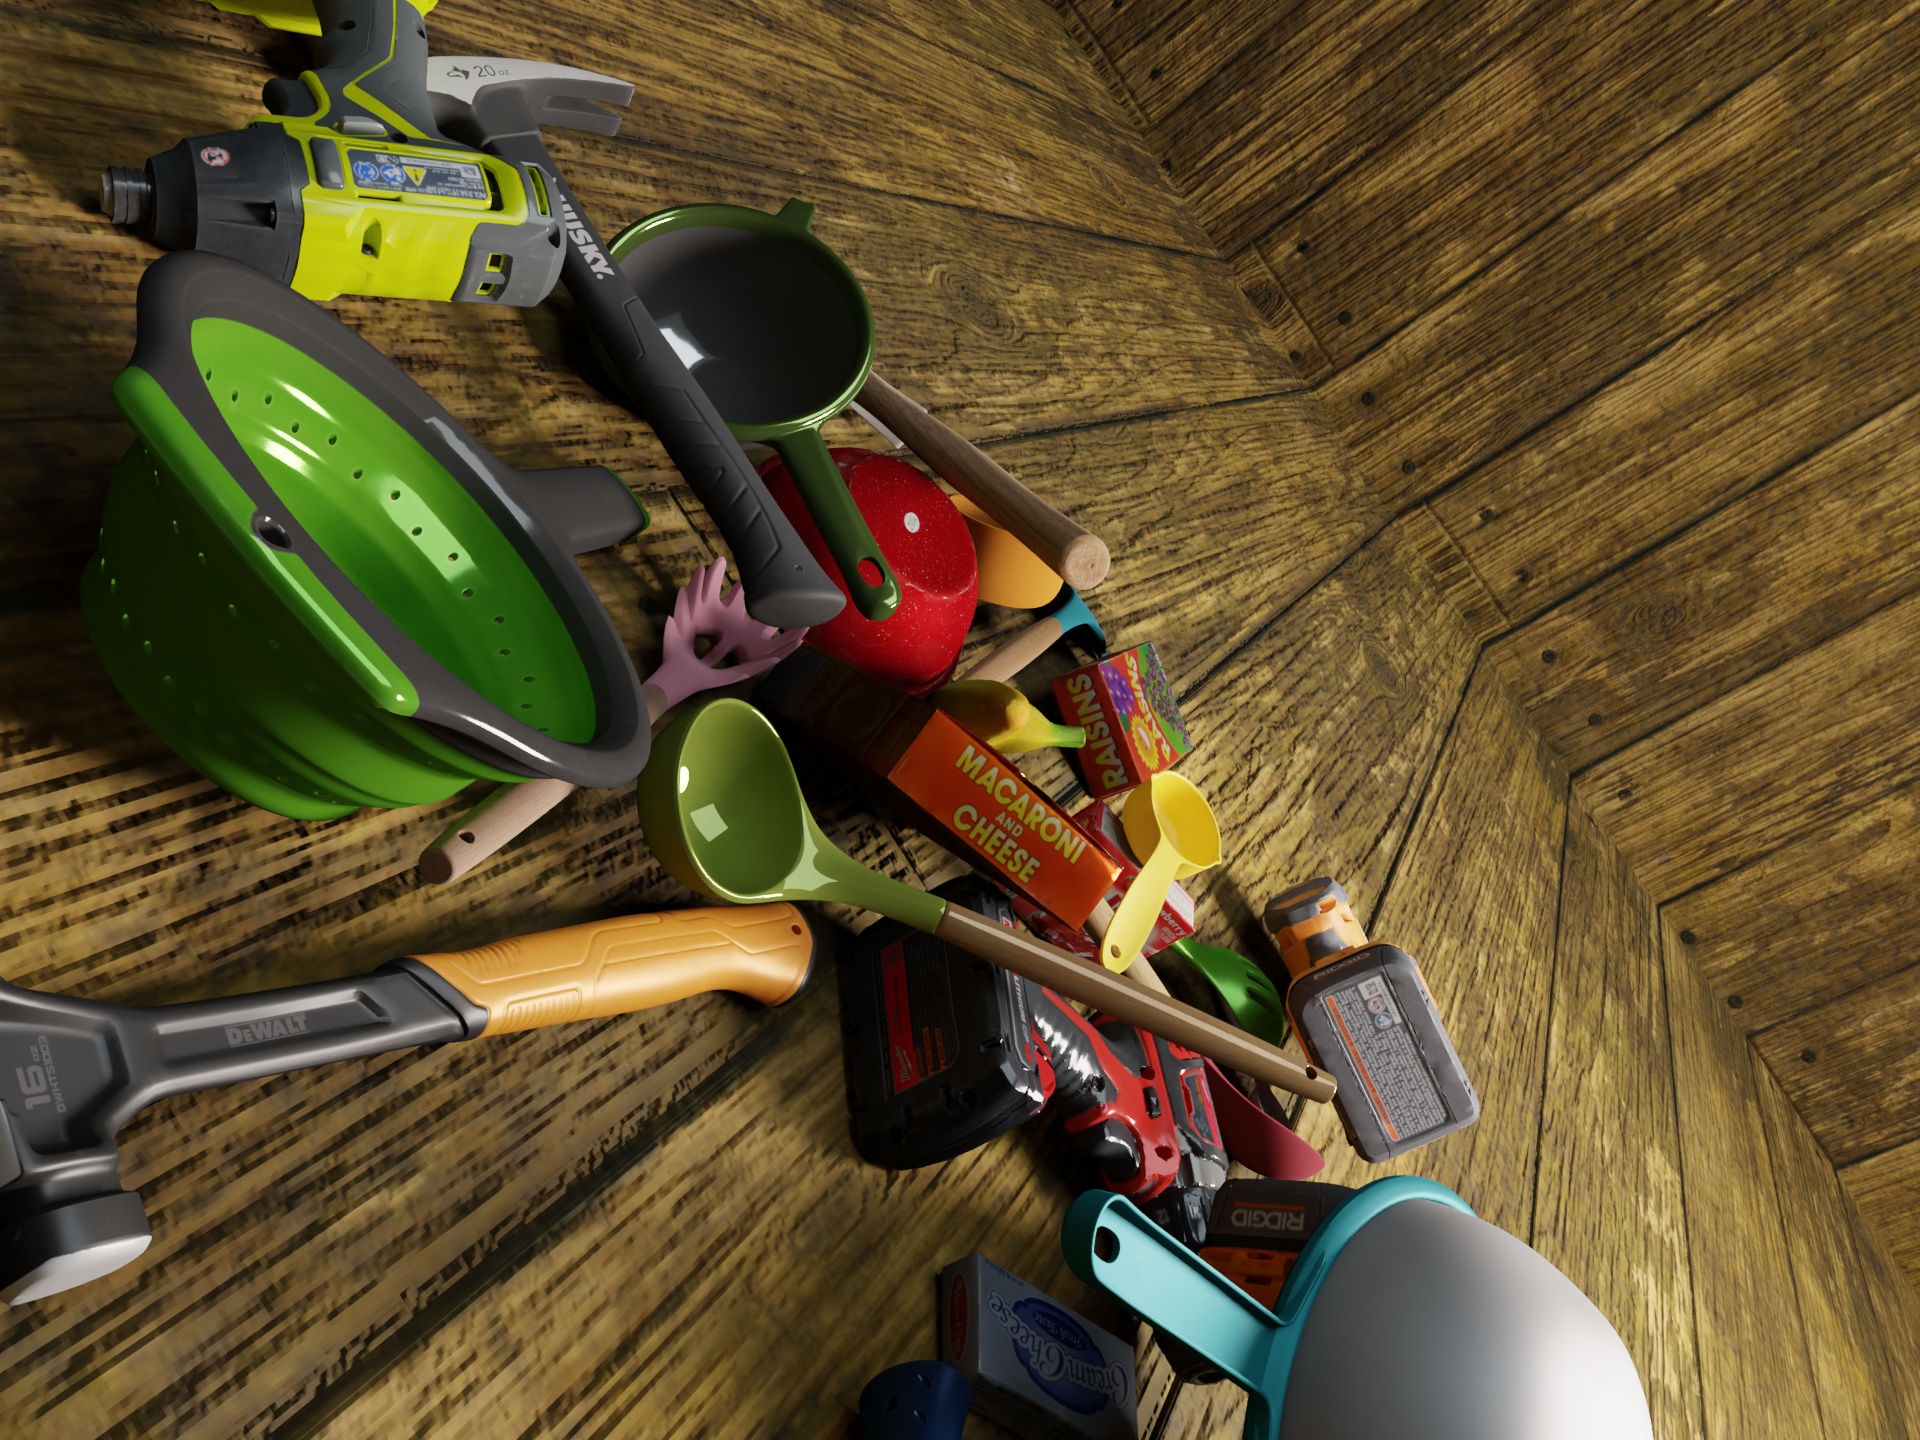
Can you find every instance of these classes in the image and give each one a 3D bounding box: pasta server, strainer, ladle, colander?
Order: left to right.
[{"bbox_3d":[-0.196,-0.050,0.579,0.204,0.094,0.397,51,8,-6],"label":"colander"},{"bbox_3d":[-0.131,-0.006,0.640,0.060,0.040,0.316,37,20,-2],"label":"pasta server"},{"bbox_3d":[-0.100,-0.151,0.832,0.151,0.069,0.256,-21,73,-25],"label":"strainer"},{"bbox_3d":[0.020,0.084,0.635,0.320,0.062,0.078,25,51,-11],"label":"ladle"},{"bbox_3d":[0.102,0.144,0.856,0.031,0.069,0.315,-46,111,-27],"label":"ladle"},{"bbox_3d":[0.164,0.249,0.565,0.340,0.095,0.211,44,56,-34],"label":"strainer"}]

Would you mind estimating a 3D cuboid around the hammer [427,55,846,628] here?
[{"bbox_3d":[-0.154,-0.185,0.763,0.146,0.035,0.335,-25,77,-39],"label":"hammer"}]

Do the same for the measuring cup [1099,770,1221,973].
[{"bbox_3d":[0.092,0.083,0.815,0.062,0.029,0.156,51,39,-10],"label":"measuring cup"}]

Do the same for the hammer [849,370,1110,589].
[{"bbox_3d":[-0.016,-0.161,0.919,0.129,0.031,0.332,33,9,-45],"label":"hammer"}]

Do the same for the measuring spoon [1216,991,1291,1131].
[{"bbox_3d":[0.174,0.210,0.987,0.034,0.018,0.124,37,24,-37],"label":"measuring spoon"}]

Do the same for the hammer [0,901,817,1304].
[{"bbox_3d":[-0.159,0.082,0.526,0.336,0.034,0.127,3,58,-60],"label":"hammer"}]

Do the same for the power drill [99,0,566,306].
[{"bbox_3d":[-0.277,-0.275,0.670,0.171,0.080,0.223,-5,64,-35],"label":"power drill"}]

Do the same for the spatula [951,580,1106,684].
[{"bbox_3d":[0.043,-0.047,1.024,0.082,0.044,0.317,57,26,-2],"label":"spatula"}]

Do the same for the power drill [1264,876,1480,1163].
[{"bbox_3d":[0.266,0.208,1.028,0.185,0.084,0.226,64,7,-3],"label":"power drill"}]

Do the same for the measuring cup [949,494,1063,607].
[{"bbox_3d":[0.014,-0.123,1.059,0.095,0.052,0.174,9,19,-22],"label":"measuring cup"}]

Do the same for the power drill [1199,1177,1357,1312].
[{"bbox_3d":[0.155,0.326,0.669,0.164,0.084,0.227,36,56,-37],"label":"power drill"}]

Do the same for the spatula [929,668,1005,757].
[{"bbox_3d":[-0.001,-0.003,0.922,0.316,0.018,0.060,55,29,-3],"label":"spatula"}]

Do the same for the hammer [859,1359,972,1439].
[{"bbox_3d":[-0.027,0.333,0.392,0.035,0.144,0.406,49,17,-19],"label":"hammer"}]

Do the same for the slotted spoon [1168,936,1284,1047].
[{"bbox_3d":[0.101,0.109,0.931,0.313,0.031,0.070,39,27,-29],"label":"slotted spoon"}]

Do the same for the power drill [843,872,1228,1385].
[{"bbox_3d":[0.052,0.189,0.726,0.226,0.080,0.188,37,31,-40],"label":"power drill"}]
